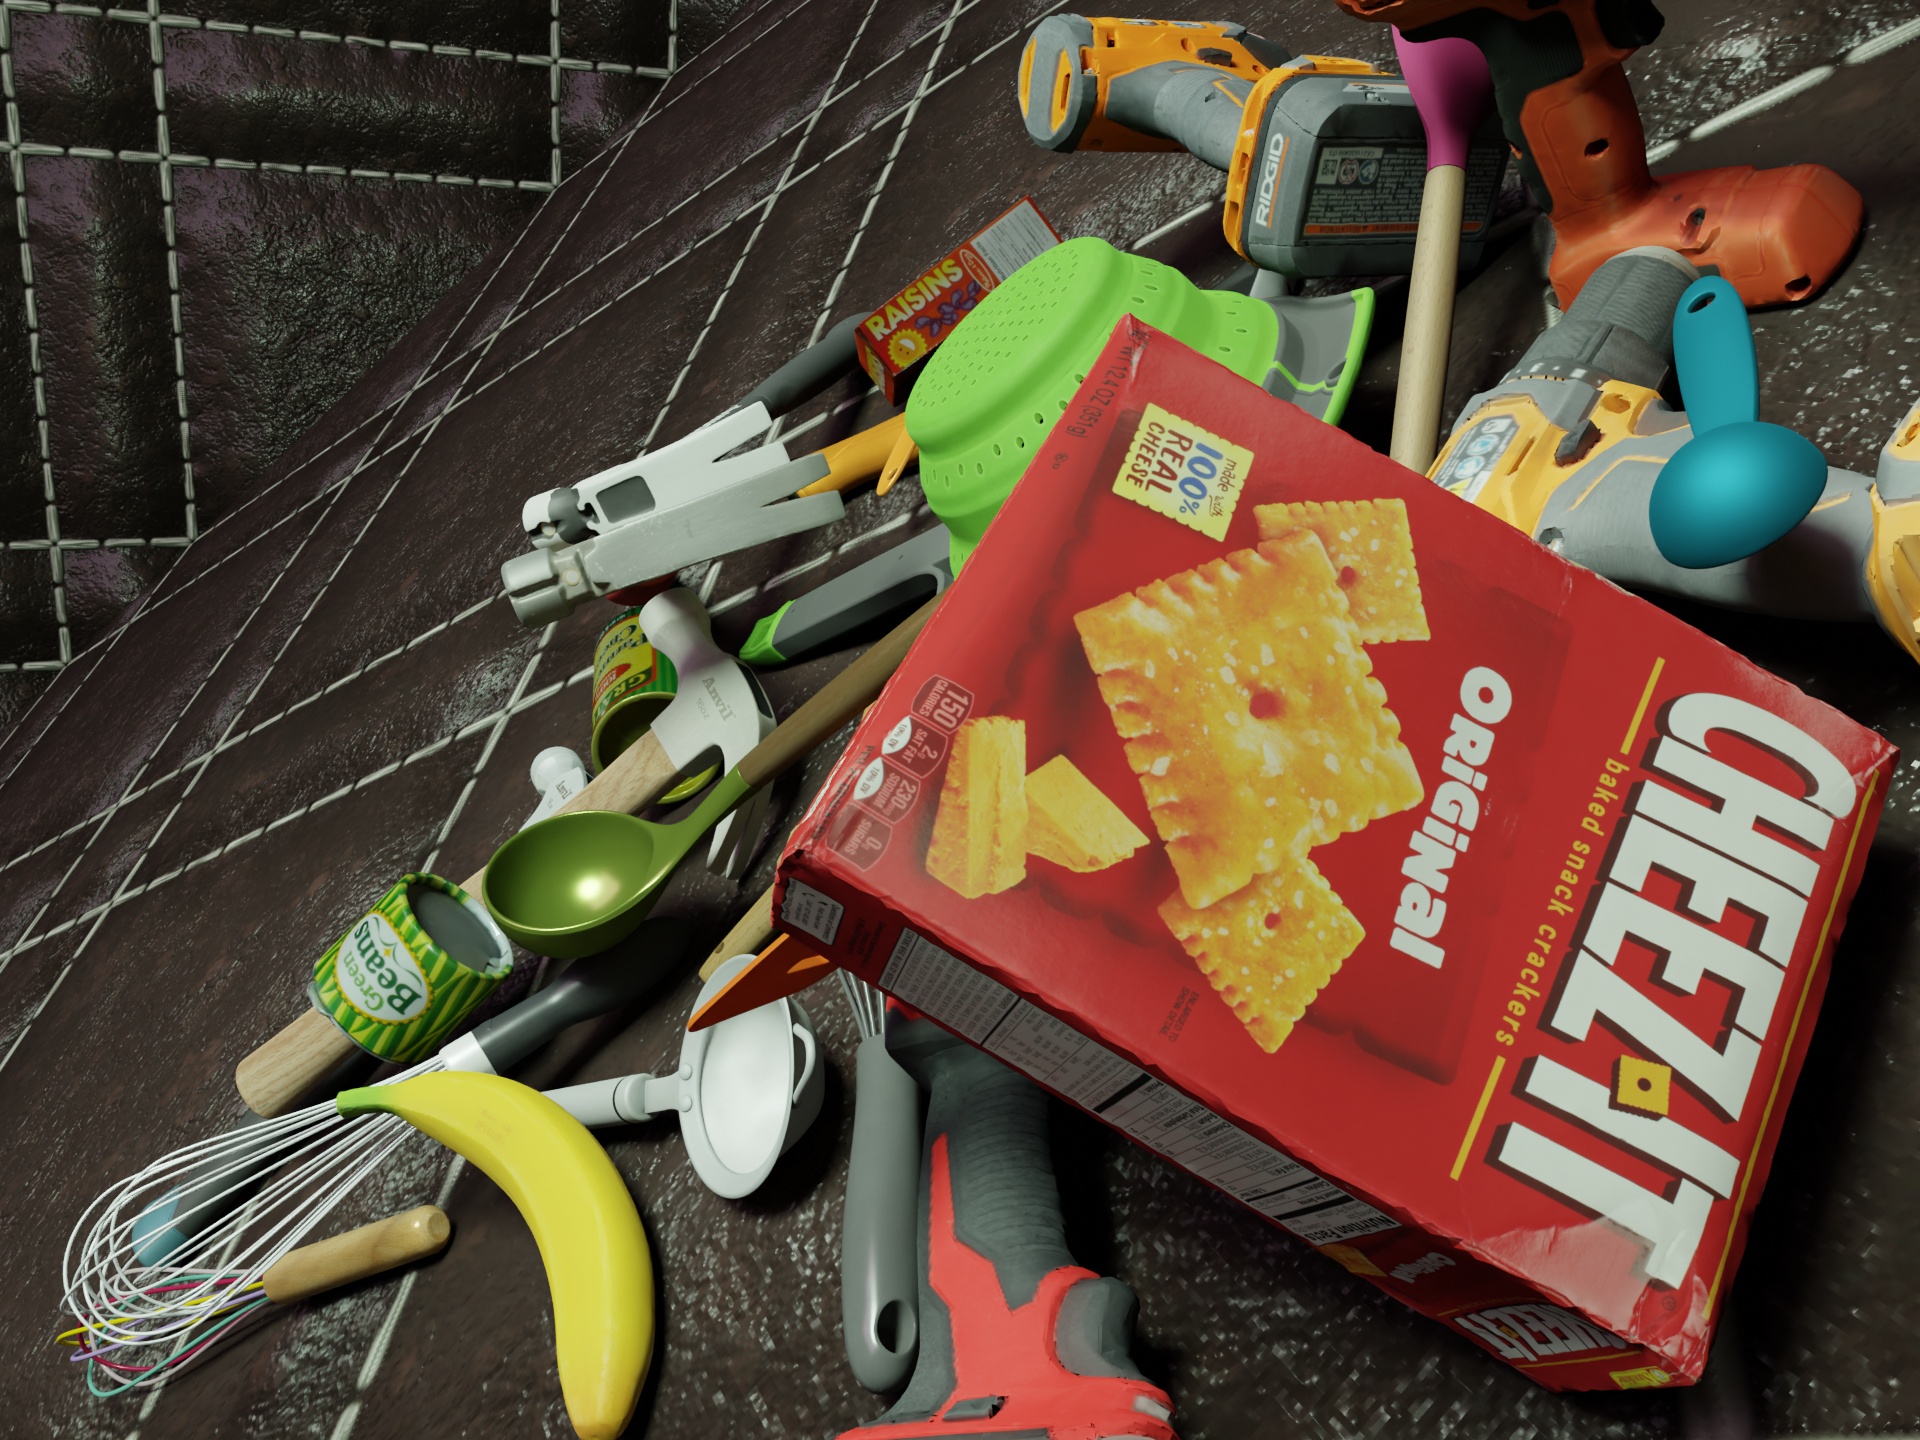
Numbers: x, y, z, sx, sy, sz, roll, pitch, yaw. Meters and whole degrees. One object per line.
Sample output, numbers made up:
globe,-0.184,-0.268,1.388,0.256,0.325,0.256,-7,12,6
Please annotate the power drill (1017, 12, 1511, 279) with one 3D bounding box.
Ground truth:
power drill,0.147,-0.275,0.736,0.164,0.084,0.227,-9,35,-25

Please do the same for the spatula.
spatula,-0.036,0.029,0.557,0.081,0.041,0.323,-41,12,7

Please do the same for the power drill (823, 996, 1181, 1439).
power drill,0.030,0.141,0.432,0.143,0.078,0.220,-21,40,33

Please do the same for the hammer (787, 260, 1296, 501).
hammer,0.029,-0.182,0.867,0.337,0.034,0.127,-15,41,38

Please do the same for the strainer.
strainer,-0.121,0.147,0.630,0.258,0.050,0.087,-20,64,43

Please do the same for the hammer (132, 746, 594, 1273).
hammer,-0.308,0.155,0.844,0.331,0.033,0.128,-47,30,-5

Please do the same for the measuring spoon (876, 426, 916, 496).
measuring spoon,-0.017,-0.165,0.861,0.021,0.011,0.117,-10,49,54

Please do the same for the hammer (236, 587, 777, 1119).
hammer,-0.222,0.087,0.764,0.331,0.031,0.130,-39,66,10

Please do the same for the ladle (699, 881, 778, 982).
ladle,-0.001,-0.002,0.690,0.315,0.031,0.069,-47,27,-2

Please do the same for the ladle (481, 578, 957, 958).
ladle,-0.076,0.001,0.641,0.320,0.062,0.078,-37,30,24

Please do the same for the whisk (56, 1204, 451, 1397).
whisk,-0.327,0.262,0.726,0.245,0.047,0.051,-24,34,24

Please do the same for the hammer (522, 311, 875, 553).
hammer,-0.111,-0.187,0.934,0.146,0.035,0.335,-15,21,27

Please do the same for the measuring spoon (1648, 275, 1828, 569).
measuring spoon,0.196,-0.088,0.417,0.042,0.021,0.129,-29,29,38

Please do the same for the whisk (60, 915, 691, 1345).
whisk,-0.238,0.163,0.672,0.284,0.070,0.070,-32,27,-20

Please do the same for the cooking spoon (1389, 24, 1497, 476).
cooking spoon,0.183,-0.185,0.605,0.017,0.068,0.319,-23,53,64

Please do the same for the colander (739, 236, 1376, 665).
colander,-0.008,-0.110,0.718,0.397,0.094,0.205,-20,35,46

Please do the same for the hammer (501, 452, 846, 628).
hammer,-0.157,-0.088,0.853,0.149,0.036,0.359,-21,7,-10

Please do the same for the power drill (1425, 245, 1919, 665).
power drill,0.238,-0.081,0.462,0.185,0.084,0.226,-54,28,-18

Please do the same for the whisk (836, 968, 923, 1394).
whisk,-0.027,0.116,0.556,0.055,0.055,0.239,-29,37,22
